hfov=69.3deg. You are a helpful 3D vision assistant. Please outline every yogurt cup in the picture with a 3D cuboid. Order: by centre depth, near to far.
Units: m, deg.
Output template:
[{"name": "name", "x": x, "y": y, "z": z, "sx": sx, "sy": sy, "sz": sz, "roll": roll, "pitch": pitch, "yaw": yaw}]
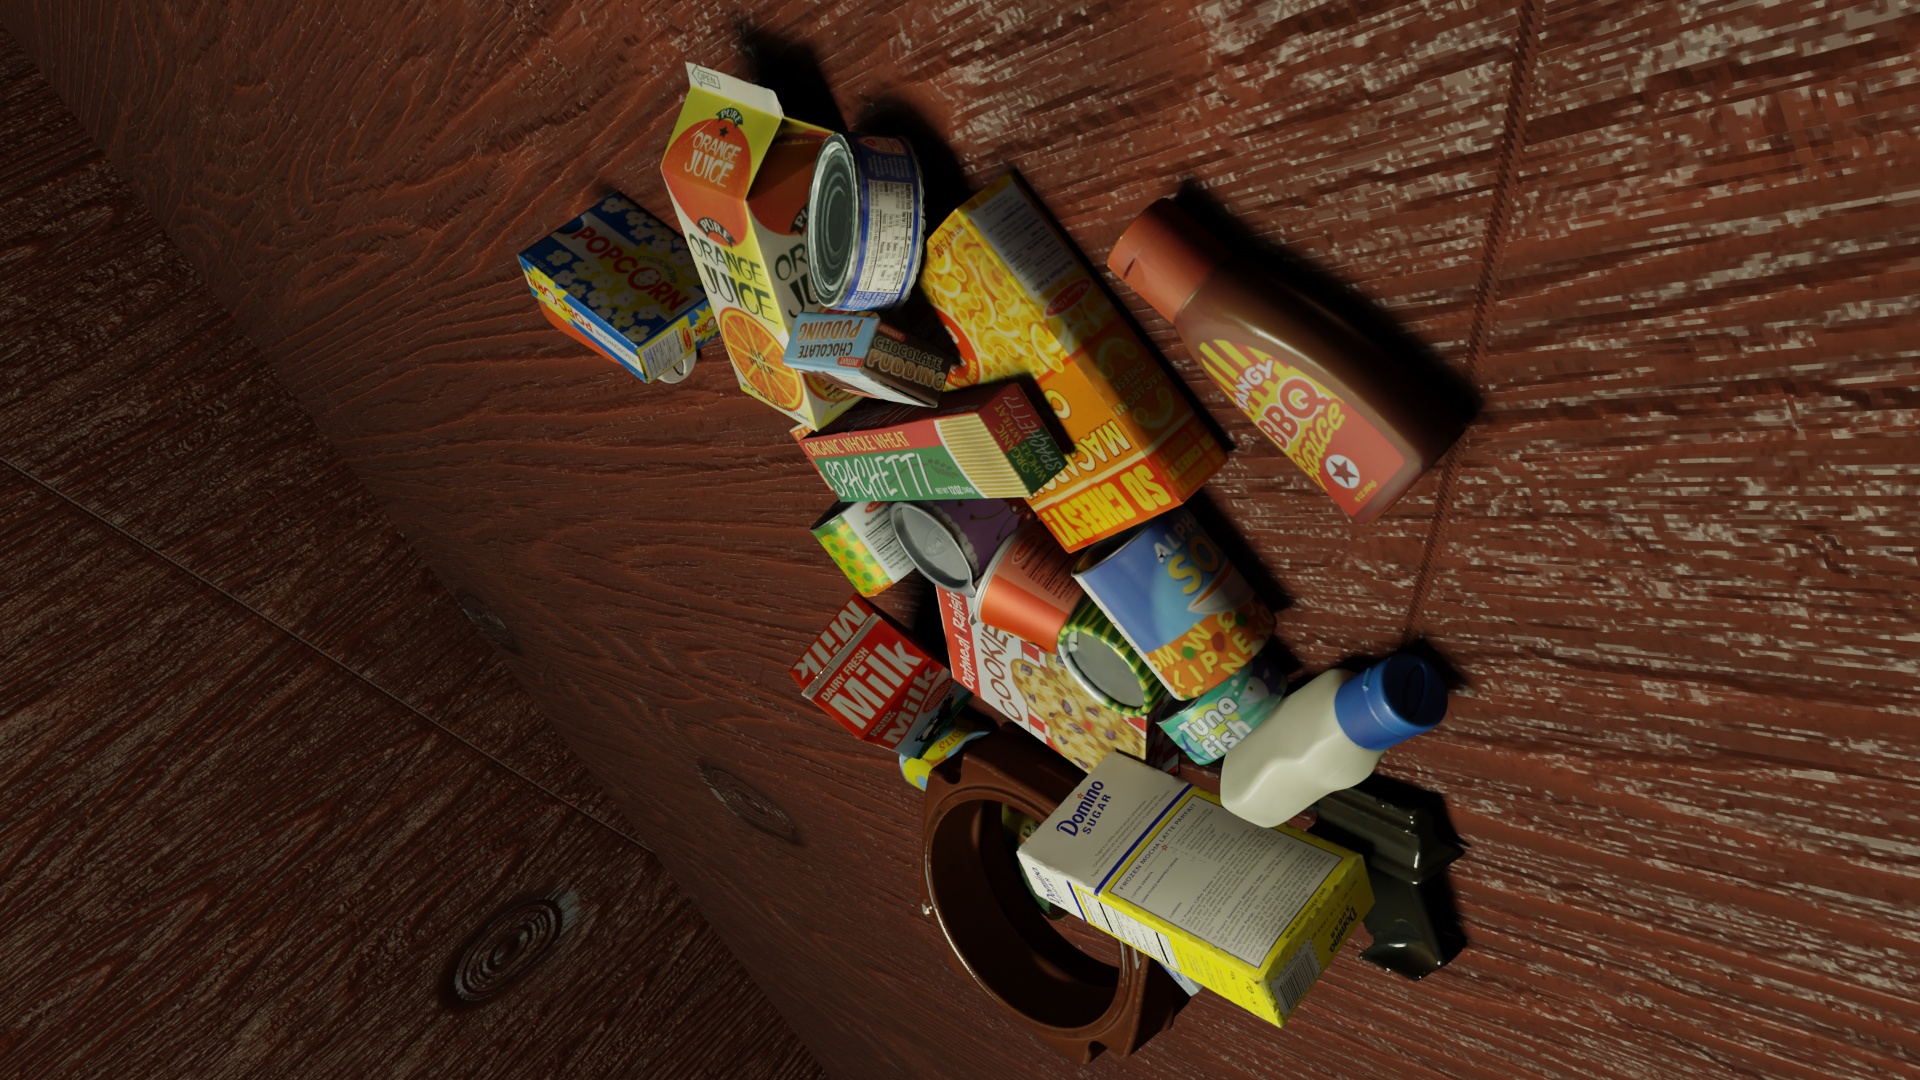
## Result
[{"name": "yogurt cup", "x": 0.047, "y": 0.030, "z": 0.797, "sx": 0.054, "sy": 0.073, "sz": 0.072, "roll": 31, "pitch": 150, "yaw": 18}]

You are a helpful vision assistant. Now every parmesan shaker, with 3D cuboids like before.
[{"name": "parmesan shaker", "x": 0.053, "y": 0.240, "z": 1.087, "sx": 0.103, "sy": 0.071, "sz": 0.071, "roll": 30, "pitch": 149, "yaw": 33}]

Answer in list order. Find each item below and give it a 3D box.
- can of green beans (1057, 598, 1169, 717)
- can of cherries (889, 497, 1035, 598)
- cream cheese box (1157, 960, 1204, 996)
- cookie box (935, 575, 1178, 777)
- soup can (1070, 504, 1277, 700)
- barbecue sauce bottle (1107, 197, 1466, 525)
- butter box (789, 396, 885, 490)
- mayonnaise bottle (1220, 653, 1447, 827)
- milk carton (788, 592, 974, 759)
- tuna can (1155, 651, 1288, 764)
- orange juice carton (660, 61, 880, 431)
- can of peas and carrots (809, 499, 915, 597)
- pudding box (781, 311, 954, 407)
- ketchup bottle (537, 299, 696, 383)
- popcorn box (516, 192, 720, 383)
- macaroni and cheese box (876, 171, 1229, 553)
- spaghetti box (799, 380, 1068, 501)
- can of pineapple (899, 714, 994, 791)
[{"name": "can of green beans", "x": 0.095, "y": 0.054, "z": 0.758, "sx": 0.071, "sy": 0.058, "sz": 0.071, "roll": 37, "pitch": 152, "yaw": 23}, {"name": "can of cherries", "x": 0.003, "y": -0.010, "z": 0.816, "sx": 0.071, "sy": 0.058, "sz": 0.071, "roll": 36, "pitch": 151, "yaw": 24}, {"name": "cream cheese box", "x": 0.156, "y": 0.217, "z": 0.837, "sx": 0.053, "sy": 0.104, "sz": 0.024, "roll": 44, "pitch": 161, "yaw": 13}, {"name": "cookie box", "x": 0.061, "y": 0.082, "z": 0.876, "sx": 0.168, "sy": 0.040, "sz": 0.122, "roll": 32, "pitch": 150, "yaw": 29}, {"name": "soup can", "x": 0.109, "y": 0.026, "z": 0.691, "sx": 0.083, "sy": 0.071, "sz": 0.071, "roll": 50, "pitch": 155, "yaw": -4}, {"name": "barbecue sauce bottle", "x": 0.124, "y": -0.074, "z": 0.547, "sx": 0.148, "sy": 0.044, "sz": 0.064, "roll": 44, "pitch": 156, "yaw": 10}, {"name": "butter box", "x": -0.070, "y": -0.064, "z": 0.898, "sx": 0.053, "sy": 0.024, "sz": 0.103, "roll": 55, "pitch": 154, "yaw": -12}, {"name": "mayonnaise bottle", "x": 0.179, "y": 0.095, "z": 0.679, "sx": 0.041, "sy": 0.065, "sz": 0.147, "roll": 28, "pitch": 151, "yaw": -6}, {"name": "milk carton", "x": -0.055, "y": 0.094, "z": 0.962, "sx": 0.073, "sy": 0.072, "sz": 0.190, "roll": 40, "pitch": 177, "yaw": 19}, {"name": "tuna can", "x": 0.135, "y": 0.084, "z": 0.721, "sx": 0.033, "sy": 0.071, "sz": 0.070, "roll": 46, "pitch": 155, "yaw": 2}, {"name": "orange juice carton", "x": -0.096, "y": -0.161, "z": 0.745, "sx": 0.072, "sy": 0.073, "sz": 0.191, "roll": 29, "pitch": 148, "yaw": 36}, {"name": "can of peas and carrots", "x": -0.056, "y": -0.005, "z": 0.911, "sx": 0.058, "sy": 0.071, "sz": 0.071, "roll": 53, "pitch": 155, "yaw": -10}, {"name": "pudding box", "x": -0.048, "y": -0.091, "z": 0.697, "sx": 0.049, "sy": 0.030, "sz": 0.084, "roll": 21, "pitch": 177, "yaw": -35}, {"name": "ketchup bottle", "x": -0.258, "y": -0.161, "z": 1.042, "sx": 0.149, "sy": 0.044, "sz": 0.064, "roll": 31, "pitch": 151, "yaw": 33}, {"name": "popcorn box", "x": -0.216, "y": -0.168, "z": 0.915, "sx": 0.127, "sy": 0.085, "sz": 0.038, "roll": 36, "pitch": 153, "yaw": 24}, {"name": "macaroni and cheese box", "x": 0.040, "y": -0.080, "z": 0.678, "sx": 0.166, "sy": 0.040, "sz": 0.123, "roll": 51, "pitch": 156, "yaw": -4}, {"name": "spaghetti box", "x": -0.024, "y": -0.049, "z": 0.755, "sx": 0.050, "sy": 0.029, "sz": 0.250, "roll": 57, "pitch": 159, "yaw": -16}, {"name": "can of pineapple", "x": -0.005, "y": 0.168, "z": 1.072, "sx": 0.058, "sy": 0.071, "sz": 0.070, "roll": 16, "pitch": 139, "yaw": 49}]
